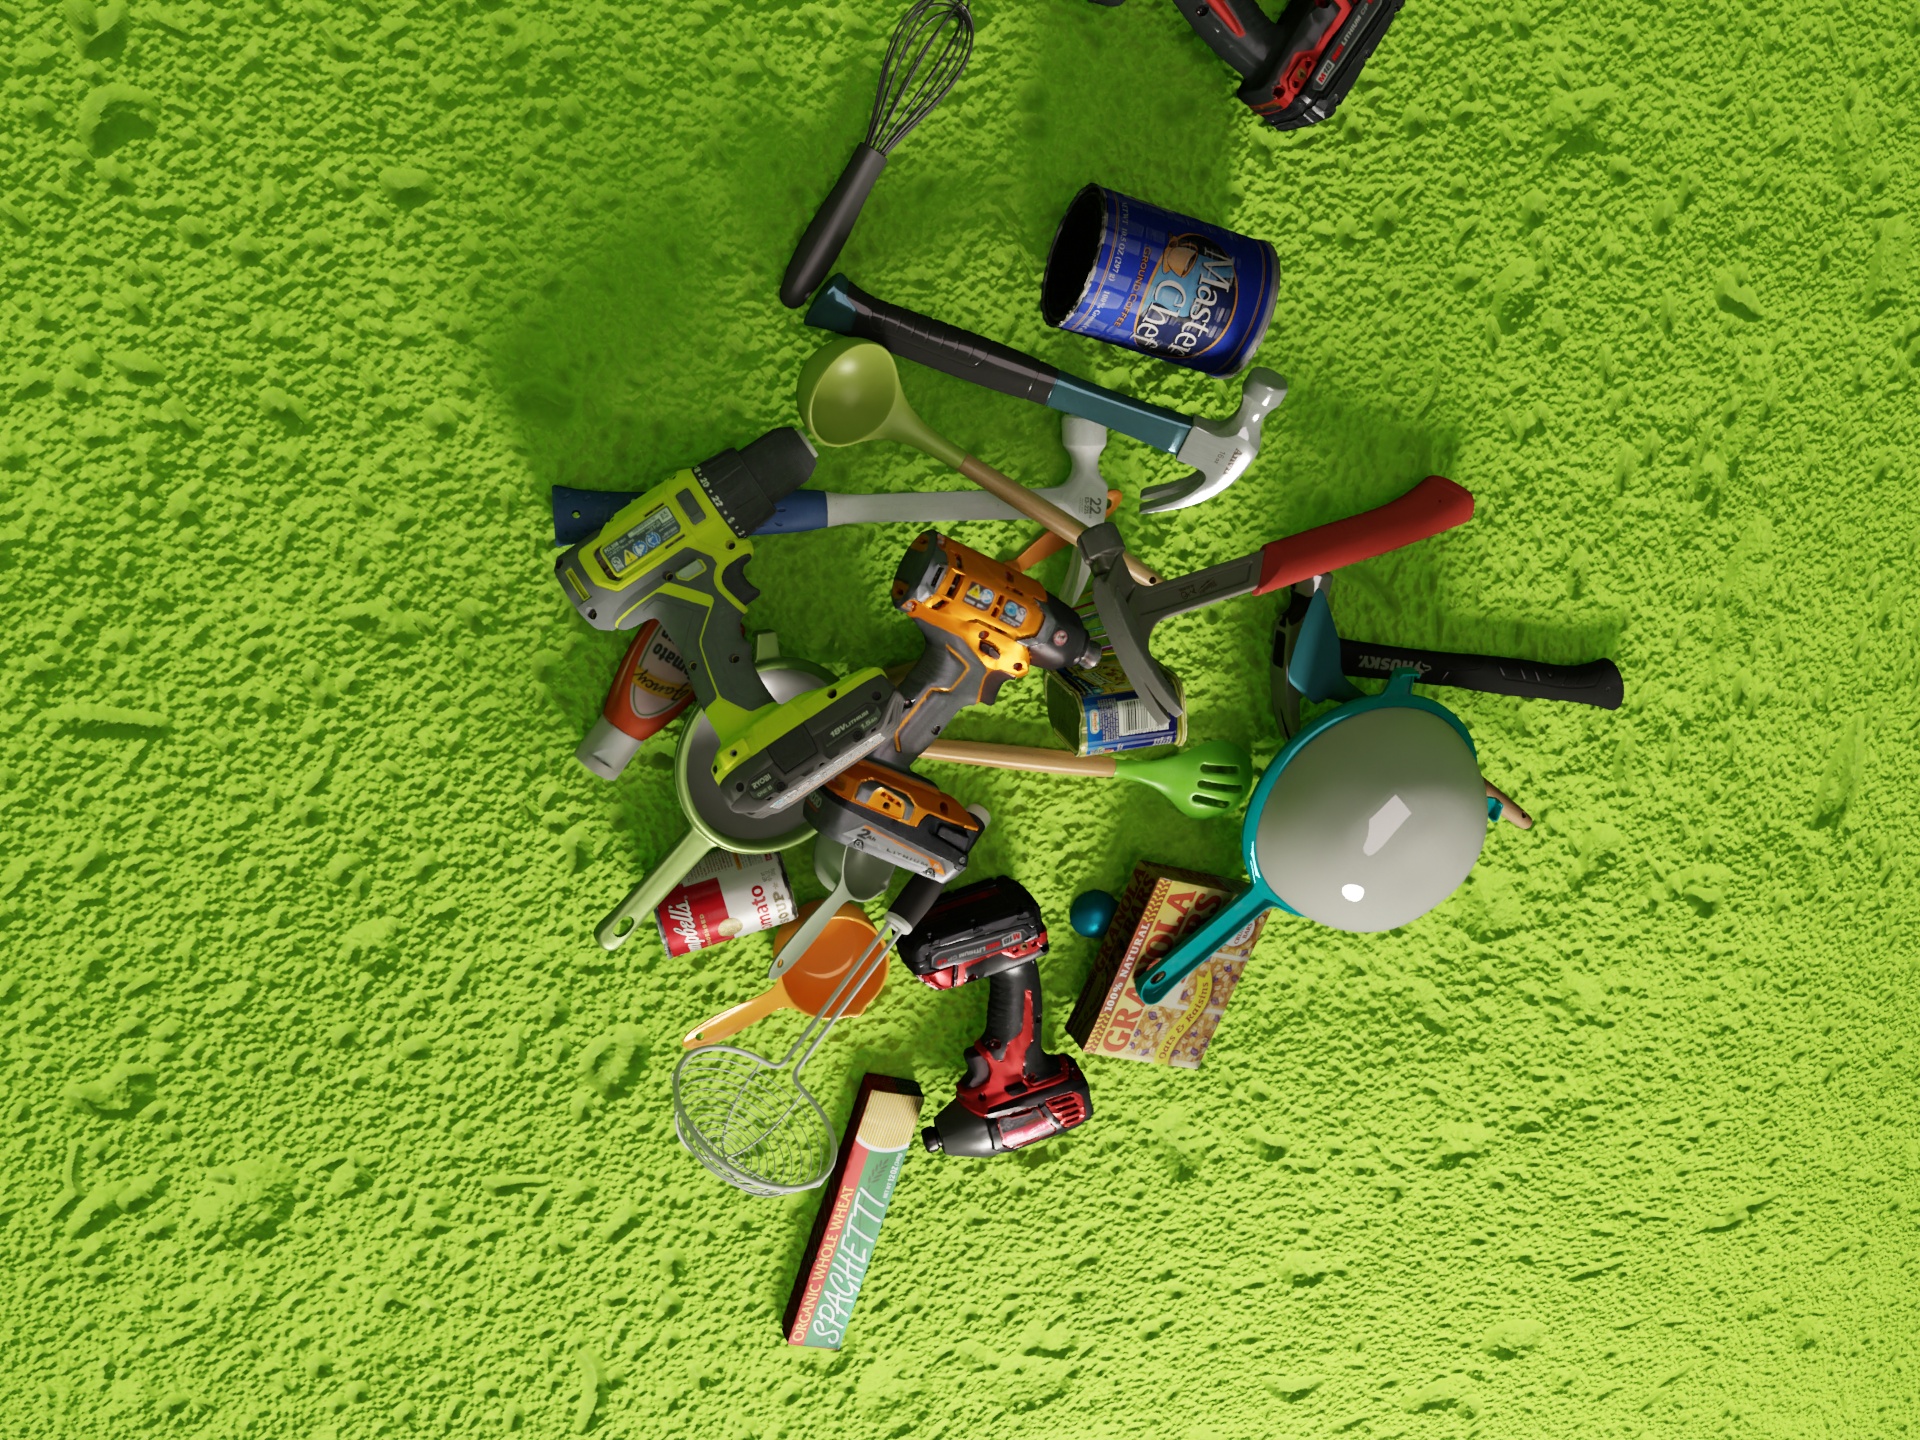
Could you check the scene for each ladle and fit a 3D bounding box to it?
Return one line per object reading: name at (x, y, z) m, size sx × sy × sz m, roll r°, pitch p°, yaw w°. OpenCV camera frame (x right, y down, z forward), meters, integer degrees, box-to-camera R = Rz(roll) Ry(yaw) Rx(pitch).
ladle at (0.024, -0.169, 1.134) m, size 0.320 × 0.062 × 0.078 m, roll 29°, pitch 102°, yaw -20°

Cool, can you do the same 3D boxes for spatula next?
spatula at (0.371, 0.010, 1.296) m, size 0.317 × 0.044 × 0.082 m, roll 33°, pitch 67°, yaw -24°

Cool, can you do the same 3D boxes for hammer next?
hammer at (0.052, -0.241, 1.119) m, size 0.331 × 0.033 × 0.128 m, roll 19°, pitch 129°, yaw -6°
hammer at (-0.087, -0.148, 1.156) m, size 0.405 × 0.035 × 0.144 m, roll -4°, pitch 101°, yaw -14°
hammer at (0.259, -0.115, 1.205) m, size 0.359 × 0.036 × 0.149 m, roll -19°, pitch 80°, yaw -28°
hammer at (0.414, -0.037, 1.338) m, size 0.334 × 0.035 × 0.146 m, roll 6°, pitch 104°, yaw -18°

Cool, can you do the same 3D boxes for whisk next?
whisk at (0.037, -0.052, 1.223) m, size 0.245 × 0.051 × 0.047 m, roll -17°, pitch 116°, yaw -7°
whisk at (-0.060, -0.388, 1.090) m, size 0.055 × 0.055 × 0.239 m, roll 28°, pitch 101°, yaw -22°

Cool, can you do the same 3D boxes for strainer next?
strainer at (0.287, 0.132, 1.253) m, size 0.340 × 0.095 × 0.210 m, roll -40°, pitch 124°, yaw 3°
strainer at (-0.185, 0.057, 1.167) m, size 0.256 × 0.069 × 0.151 m, roll -49°, pitch 126°, yaw -6°

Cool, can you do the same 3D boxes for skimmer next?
skimmer at (-0.071, 0.182, 1.148) m, size 0.127 × 0.090 × 0.363 m, roll 37°, pitch 58°, yaw 3°

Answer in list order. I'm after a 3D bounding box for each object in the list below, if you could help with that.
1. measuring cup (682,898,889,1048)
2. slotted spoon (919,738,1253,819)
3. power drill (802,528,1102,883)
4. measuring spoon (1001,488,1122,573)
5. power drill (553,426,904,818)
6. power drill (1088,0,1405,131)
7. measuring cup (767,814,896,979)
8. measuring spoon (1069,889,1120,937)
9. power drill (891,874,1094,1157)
measuring cup at (-0.141, 0.203, 1.246) m, size 0.173 × 0.052 × 0.095 m, roll -27°, pitch 112°, yaw -4°
slotted spoon at (0.098, 0.037, 1.276) m, size 0.313 × 0.031 × 0.070 m, roll 7°, pitch 105°, yaw -16°
power drill at (-0.002, -0.004, 1.150) m, size 0.164 × 0.084 × 0.226 m, roll 24°, pitch 93°, yaw -21°
measuring spoon at (0.078, -0.141, 1.222) m, size 0.117 × 0.011 × 0.021 m, roll -36°, pitch 113°, yaw -2°
power drill at (-0.137, -0.069, 1.067) m, size 0.190 × 0.080 × 0.228 m, roll -34°, pitch 83°, yaw 1°
power drill at (0.196, -0.541, 1.100) m, size 0.226 × 0.080 × 0.188 m, roll 30°, pitch 96°, yaw -19°
measuring cup at (-0.105, 0.127, 1.198) m, size 0.168 × 0.038 × 0.083 m, roll -51°, pitch 140°, yaw -33°
measuring spoon at (0.155, 0.164, 1.333) m, size 0.128 × 0.021 × 0.042 m, roll 0°, pitch 107°, yaw -15°
power drill at (0.019, 0.250, 1.285) m, size 0.143 × 0.079 × 0.219 m, roll -17°, pitch 108°, yaw -10°
